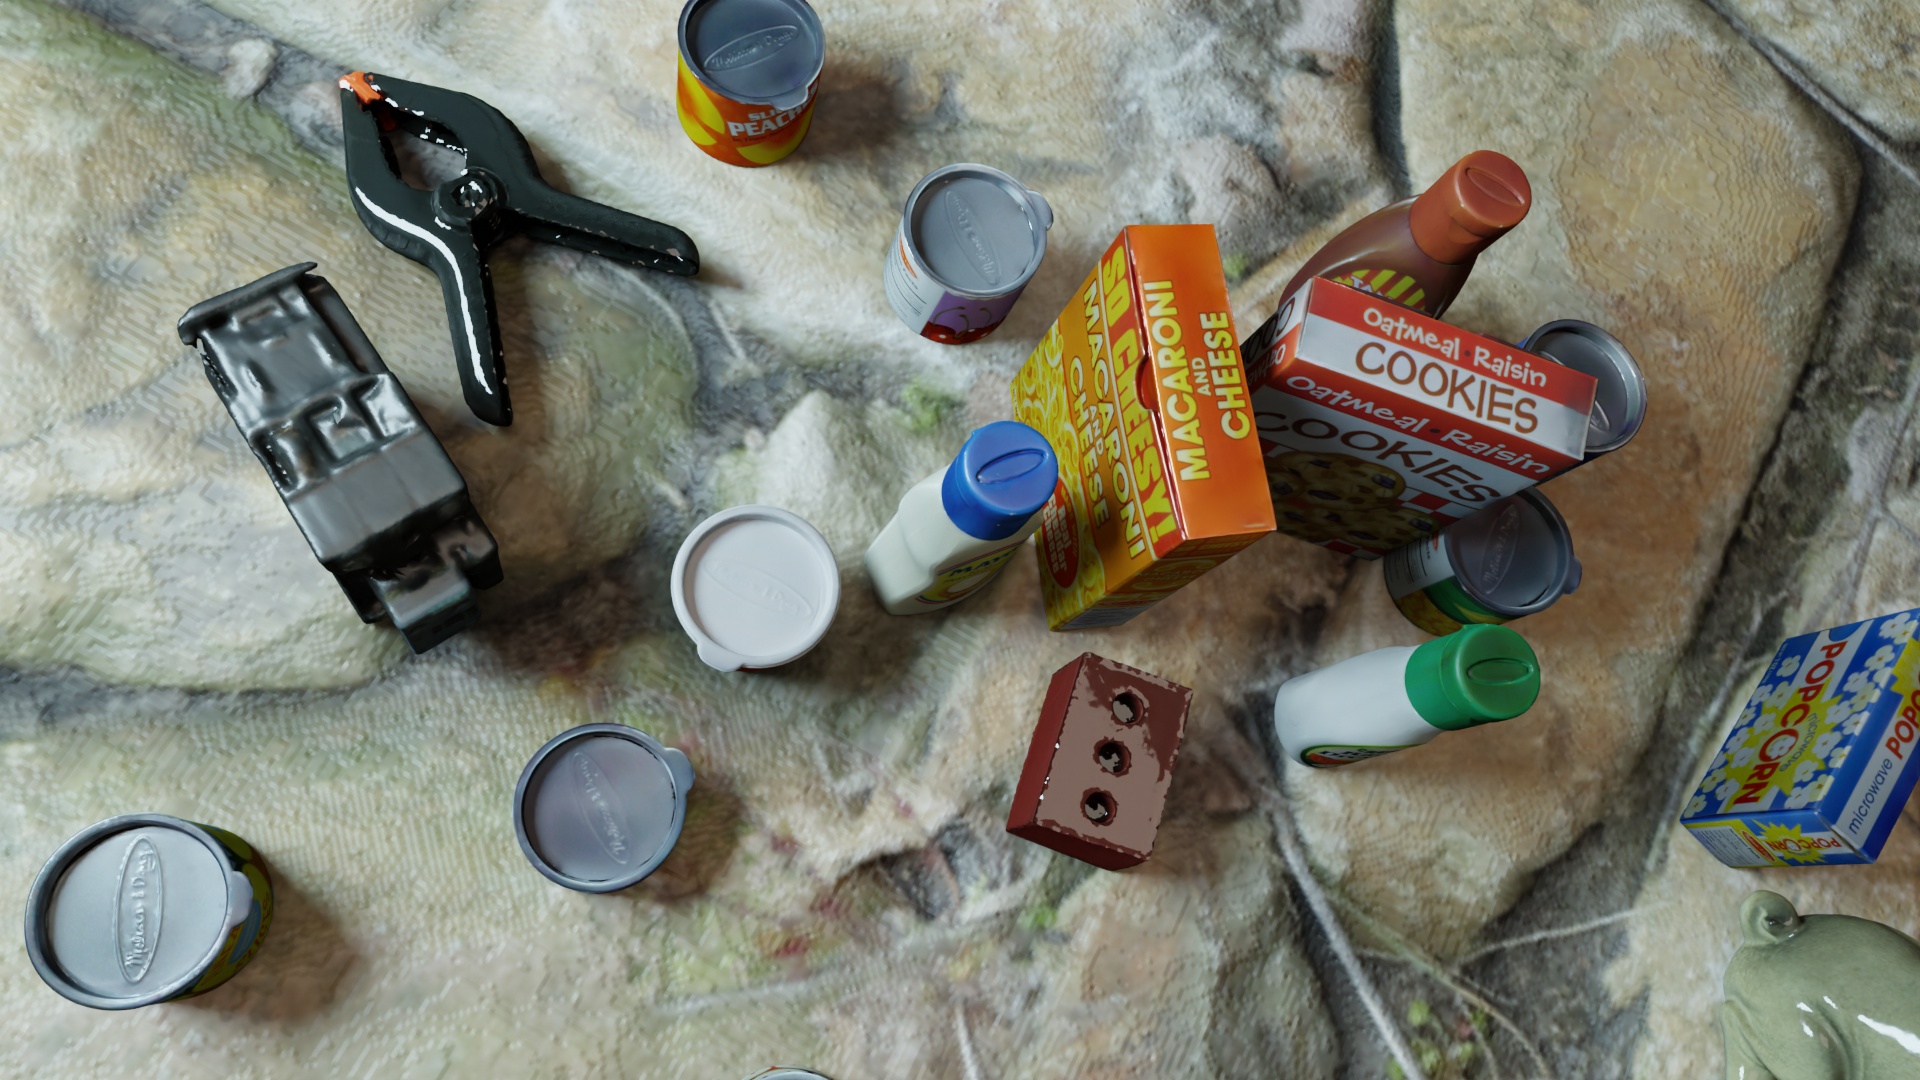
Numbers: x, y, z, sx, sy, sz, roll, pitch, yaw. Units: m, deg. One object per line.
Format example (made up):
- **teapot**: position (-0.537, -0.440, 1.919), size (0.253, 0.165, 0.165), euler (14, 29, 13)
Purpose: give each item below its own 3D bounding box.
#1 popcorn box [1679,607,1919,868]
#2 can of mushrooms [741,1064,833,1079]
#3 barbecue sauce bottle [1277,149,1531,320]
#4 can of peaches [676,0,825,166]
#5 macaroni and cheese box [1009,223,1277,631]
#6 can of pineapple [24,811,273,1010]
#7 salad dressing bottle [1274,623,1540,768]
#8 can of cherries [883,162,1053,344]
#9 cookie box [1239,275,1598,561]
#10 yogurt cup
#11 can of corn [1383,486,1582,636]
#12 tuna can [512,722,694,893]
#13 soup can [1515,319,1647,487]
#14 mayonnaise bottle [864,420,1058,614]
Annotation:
- **popcorn box**: position (0.412, 0.096, 0.662), size (0.038, 0.085, 0.127), euler (42, 70, 1)
- **can of mushrooms**: position (-0.065, 0.239, 0.538), size (0.071, 0.033, 0.071), euler (3, 74, -12)
- **barbecue sauce bottle**: position (0.205, -0.128, 0.644), size (0.065, 0.148, 0.044), euler (30, 71, -3)
- **can of peaches**: position (-0.098, -0.215, 0.646), size (0.071, 0.058, 0.071), euler (3, 74, -12)
- **macaroni and cheese box**: position (0.067, -0.038, 0.577), size (0.040, 0.166, 0.124), euler (-5, 76, -14)
- **can of pineapple**: position (-0.289, 0.134, 0.503), size (0.071, 0.057, 0.071), euler (3, 74, -12)
- **salad dressing bottle**: position (0.184, 0.067, 0.584), size (0.064, 0.147, 0.044), euler (-2, 76, -13)
- **can of cherries**: position (0.003, -0.132, 0.646), size (0.071, 0.058, 0.071), euler (3, 74, -12)
- **cookie box**: position (0.168, -0.046, 0.602), size (0.123, 0.167, 0.040), euler (18, 72, -8)
- **yogurt cup**: position (-0.087, 0.024, 0.583), size (0.072, 0.053, 0.072), euler (3, 74, -12)
- **can of corn**: position (0.248, 0.010, 0.663), size (0.071, 0.058, 0.071), euler (3, 74, -12)
- **tuna can**: position (-0.142, 0.107, 0.558), size (0.071, 0.032, 0.071), euler (3, 74, -12)
- **soup can**: position (0.275, -0.059, 0.675), size (0.071, 0.083, 0.071), euler (3, 74, -12)
- **mayonnaise bottle**: position (0.002, -0.007, 0.563), size (0.065, 0.147, 0.041), euler (-20, 81, -17)
